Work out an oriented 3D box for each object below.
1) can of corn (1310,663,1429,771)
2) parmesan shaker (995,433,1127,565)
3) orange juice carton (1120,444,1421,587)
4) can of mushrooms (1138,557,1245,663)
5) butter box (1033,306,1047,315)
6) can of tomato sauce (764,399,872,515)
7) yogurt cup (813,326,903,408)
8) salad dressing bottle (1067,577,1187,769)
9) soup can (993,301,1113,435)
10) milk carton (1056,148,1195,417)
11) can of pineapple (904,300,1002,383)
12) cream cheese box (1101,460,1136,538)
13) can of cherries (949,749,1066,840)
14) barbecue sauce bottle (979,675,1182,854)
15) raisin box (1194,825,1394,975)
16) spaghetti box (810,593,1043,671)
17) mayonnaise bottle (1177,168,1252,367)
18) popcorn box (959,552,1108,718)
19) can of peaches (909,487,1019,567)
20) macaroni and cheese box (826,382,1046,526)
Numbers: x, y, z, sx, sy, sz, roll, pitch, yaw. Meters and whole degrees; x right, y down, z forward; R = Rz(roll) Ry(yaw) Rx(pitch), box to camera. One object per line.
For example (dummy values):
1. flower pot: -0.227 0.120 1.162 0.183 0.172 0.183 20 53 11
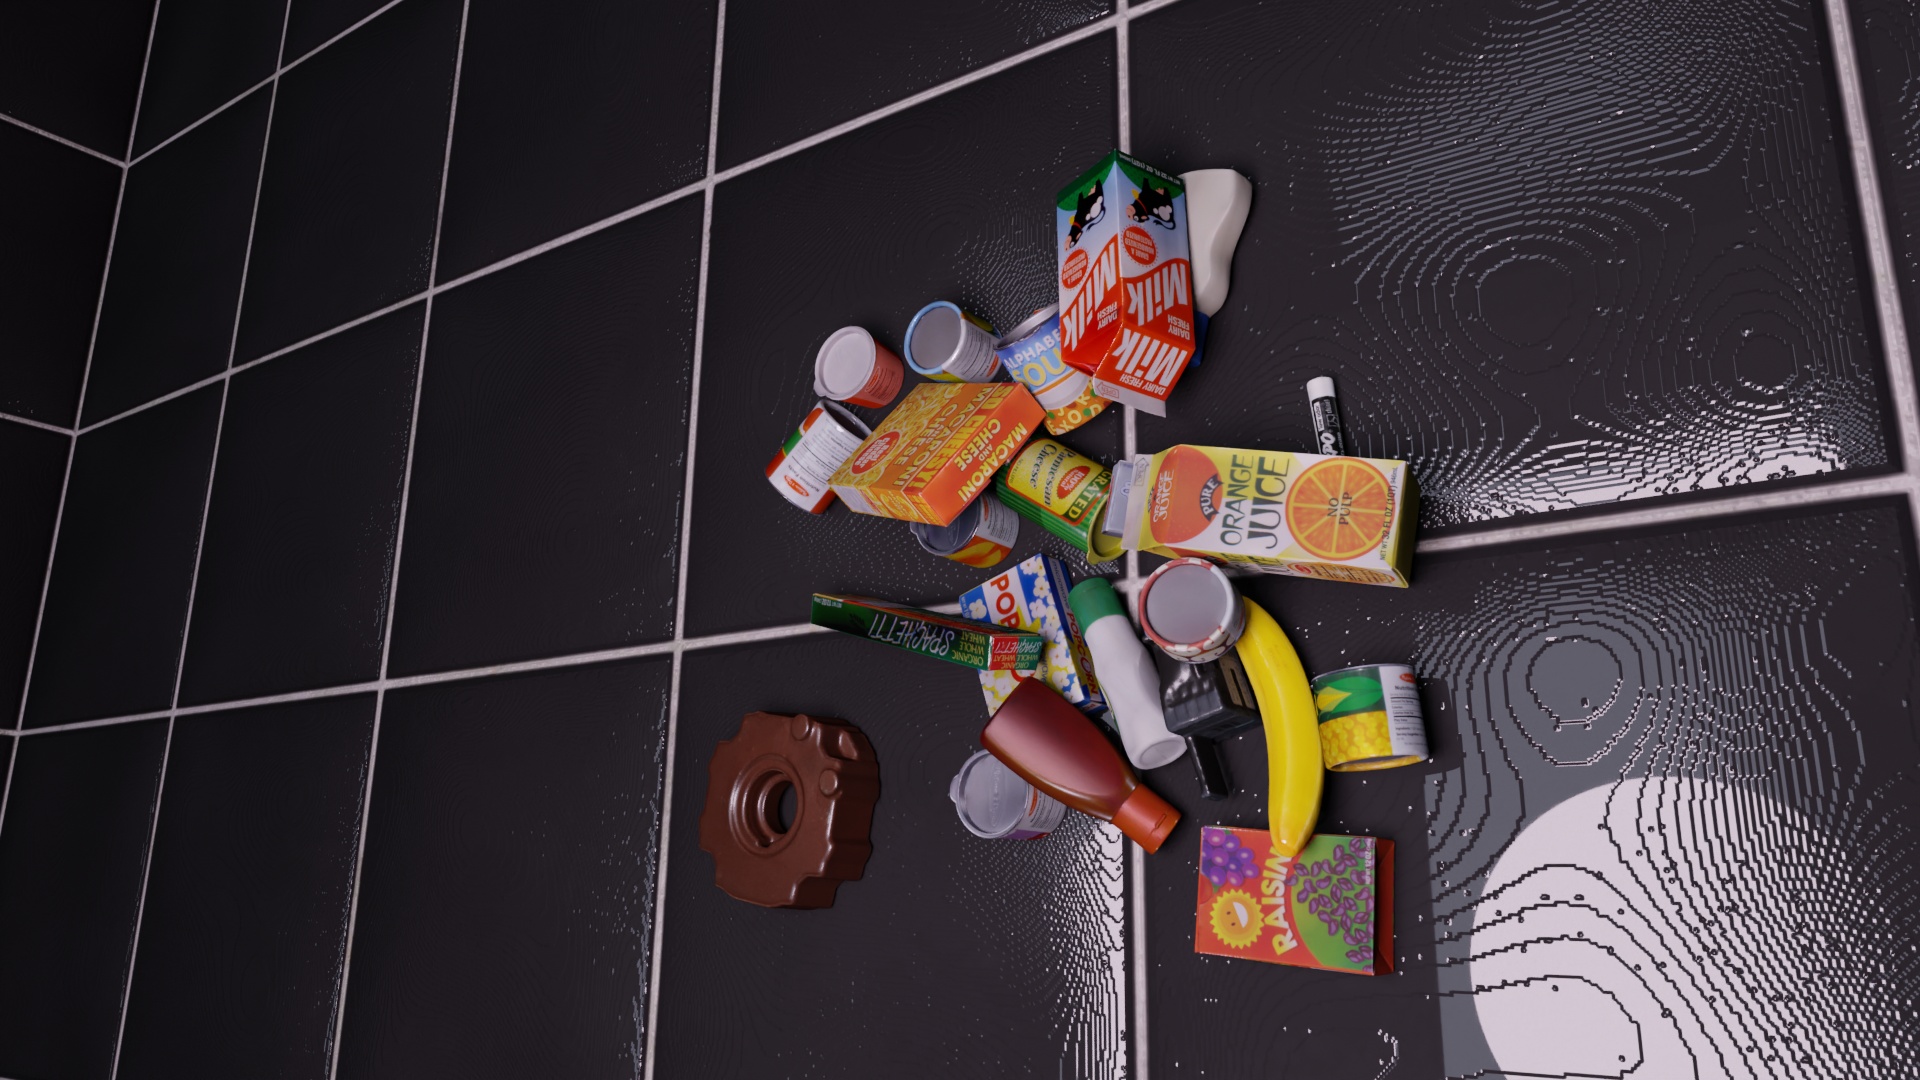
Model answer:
1. can of corn: 0.263 0.116 0.899 0.071 0.071 0.058 -17 68 33
2. parmesan shaker: 0.083 -0.033 1.072 0.103 0.071 0.071 31 97 38
3. orange juice carton: 0.204 -0.018 0.937 0.193 0.073 0.072 6 81 26
4. can of mushrooms: 0.152 0.047 0.930 0.071 0.033 0.071 -9 67 22
5. butter box: 0.108 -0.172 1.121 0.103 0.024 0.053 -13 69 33
6. can of tomato sauce: -0.124 -0.075 1.242 0.083 0.071 0.071 -50 54 15
7. yogurt cup: -0.088 -0.152 1.242 0.072 0.054 0.072 -11 71 34
8. salad dressing bottle: 0.120 0.094 1.018 0.044 0.064 0.148 -31 52 13
9. soup can: 0.075 -0.133 1.082 0.071 0.072 0.083 -28 105 28
10. milk carton: 0.123 -0.185 1.037 0.073 0.072 0.191 -28 56 50
11. can of pineapple: -0.007 -0.165 1.184 0.071 0.058 0.071 -11 71 35
12. cream cheese box: 0.158 -0.021 1.005 0.104 0.024 0.053 11 81 -1
13. can of cherries: 0.037 0.192 1.050 0.071 0.058 0.071 -10 73 35
14. barbecue sauce bottle: 0.089 0.165 0.997 0.149 0.043 0.065 37 70 13
15. raisin box: 0.219 0.235 0.914 0.123 0.040 0.086 -4 76 37
16. spaghetti box: -0.034 0.070 1.104 0.250 0.050 0.028 9 94 52
17. mayonnaise bottle: 0.181 -0.209 1.068 0.065 0.041 0.148 7 83 45
18. popcorn box: 0.055 0.084 1.079 0.085 0.038 0.127 -29 62 27
19. can of peaches: 0.004 -0.014 1.133 0.071 0.058 0.071 -10 72 35
20. macaroni and cheese box: -0.022 -0.072 1.115 0.124 0.040 0.166 -48 26 -17
